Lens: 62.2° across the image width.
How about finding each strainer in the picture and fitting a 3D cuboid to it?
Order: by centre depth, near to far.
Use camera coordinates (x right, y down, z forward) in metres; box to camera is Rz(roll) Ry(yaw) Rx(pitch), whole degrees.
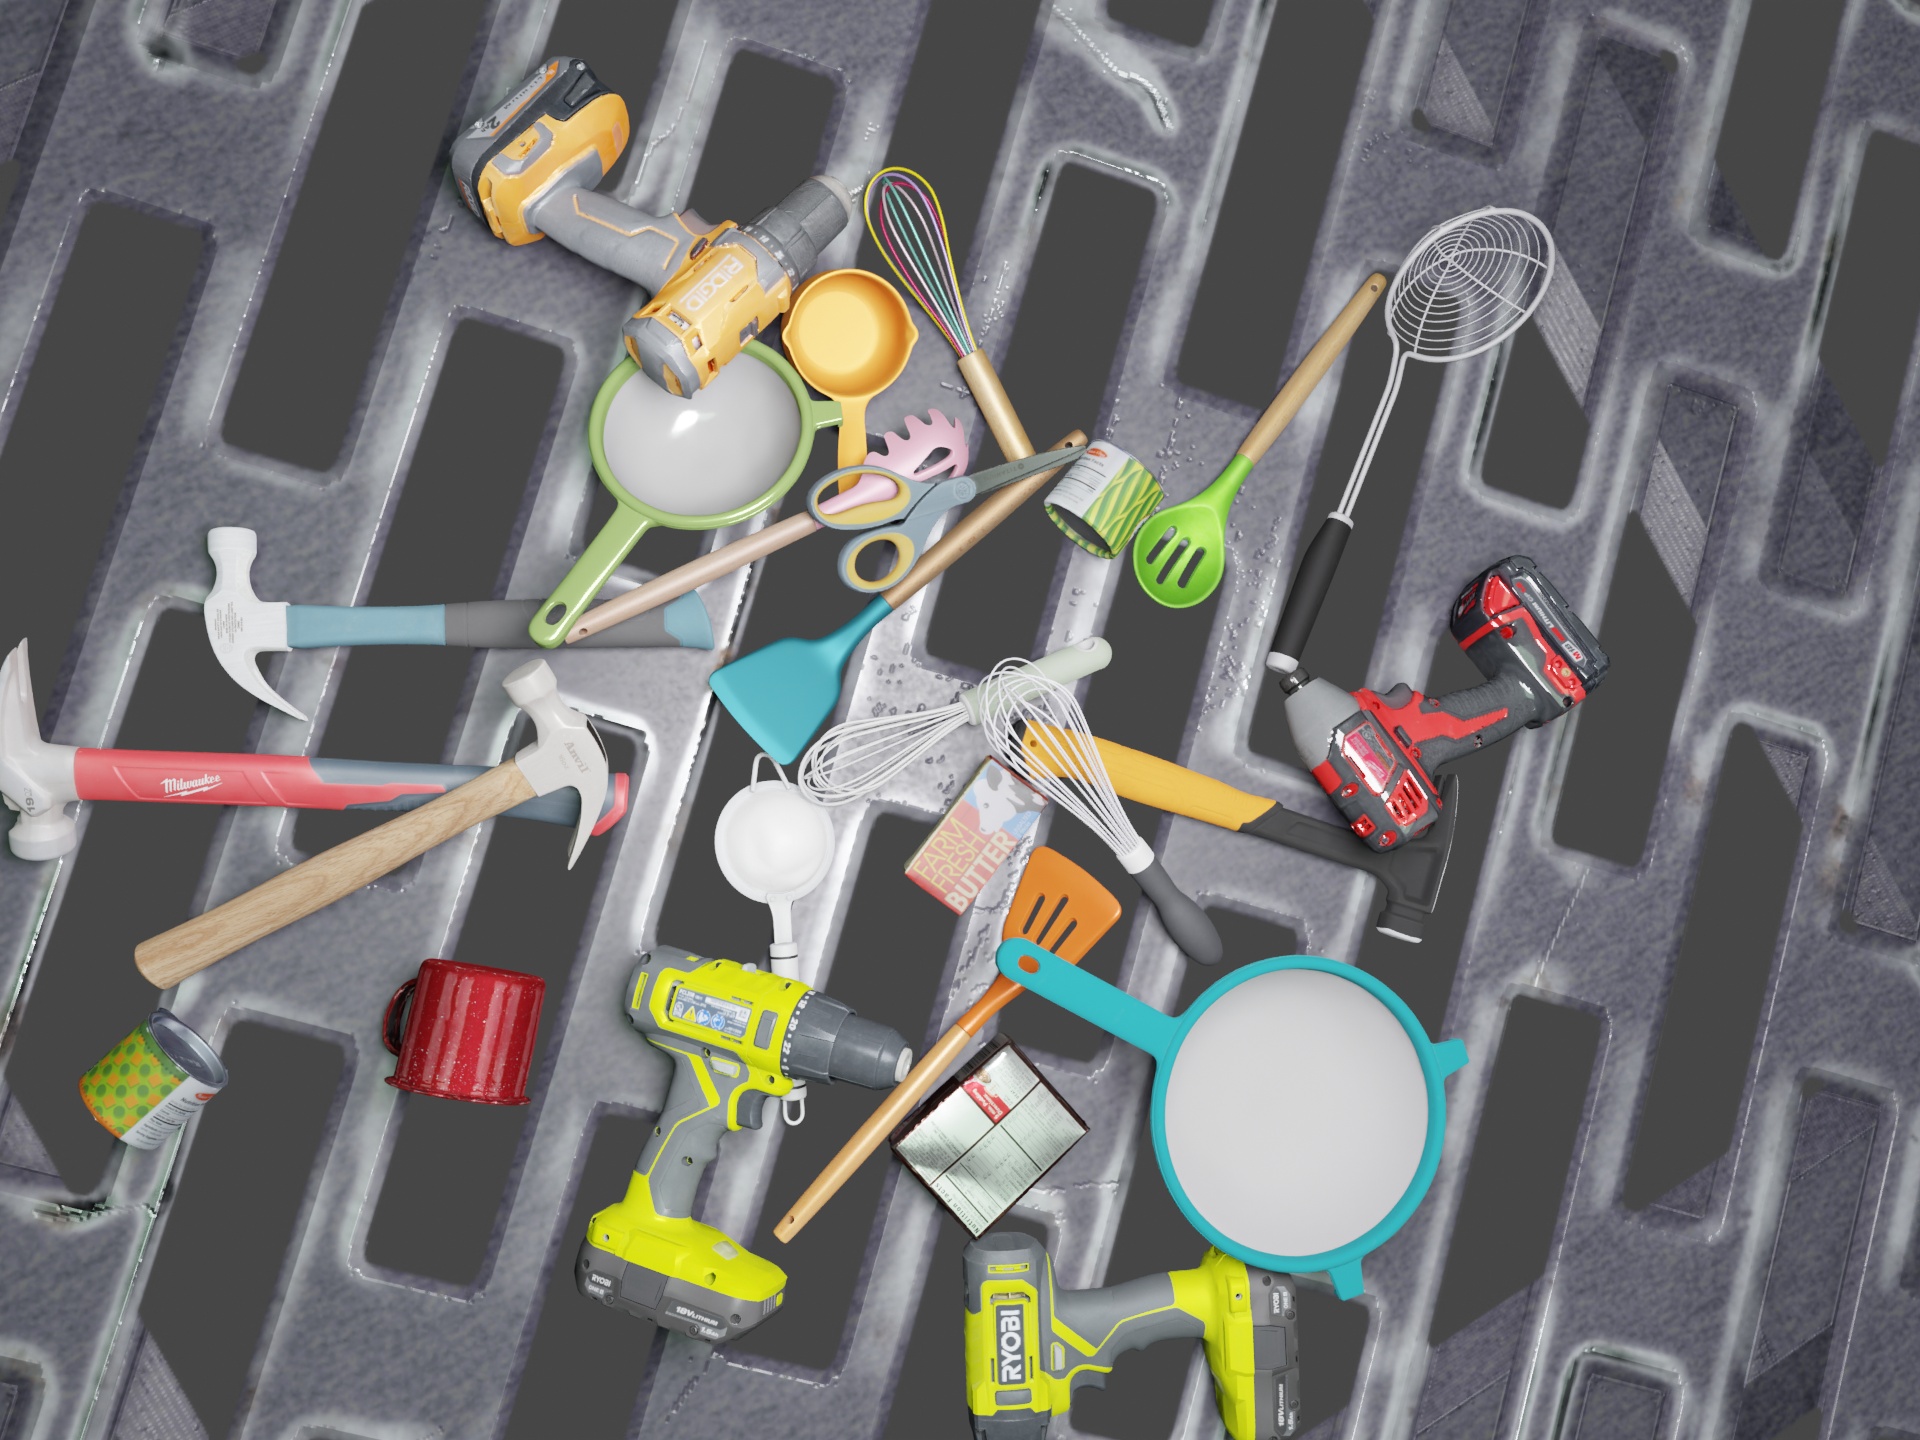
[{"bbox_3d":[-0.201,-0.144,1.072,0.151,0.069,0.256,31,74,10],"label":"strainer"},{"bbox_3d":[-0.120,0.151,1.097,0.087,0.050,0.258,-4,91,-24],"label":"strainer"},{"bbox_3d":[0.167,0.238,1.108,0.340,0.095,0.211,29,81,-6],"label":"strainer"}]

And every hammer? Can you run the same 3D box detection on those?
[{"bbox_3d":[-0.380,0.089,1.032,0.331,0.031,0.130,-27,115,2],"label":"hammer"},{"bbox_3d":[-0.413,0.027,1.037,0.386,0.038,0.143,3,114,-12],"label":"hammer"},{"bbox_3d":[-0.334,-0.067,1.078,0.331,0.033,0.128,-1,86,-9],"label":"hammer"},{"bbox_3d":[0.196,0.055,1.154,0.336,0.034,0.127,17,85,-8],"label":"hammer"}]

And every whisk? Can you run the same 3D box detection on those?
[{"bbox_3d":[0.104,0.070,1.103,0.070,0.070,0.284,-42,112,-9],"label":"whisk"},{"bbox_3d":[-0.002,-0.004,1.124,0.246,0.058,0.059,-24,125,-12],"label":"whisk"},{"bbox_3d":[0.000,-0.283,1.139,0.047,0.051,0.245,-28,94,-15],"label":"whisk"}]

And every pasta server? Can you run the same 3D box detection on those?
[{"bbox_3d":[-0.129,-0.129,1.093,0.316,0.040,0.060,-27,123,-11],"label":"pasta server"}]

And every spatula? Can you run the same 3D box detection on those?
[{"bbox_3d":[-0.017,0.229,1.097,0.081,0.041,0.322,37,77,27],"label":"spatula"},{"bbox_3d":[-0.031,-0.099,1.114,0.317,0.044,0.082,-41,89,-3],"label":"spatula"}]

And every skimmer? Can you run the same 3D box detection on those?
[{"bbox_3d":[0.322,-0.199,1.160,0.127,0.090,0.363,26,85,-38],"label":"skimmer"}]

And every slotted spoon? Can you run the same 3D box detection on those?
[{"bbox_3d":[0.227,-0.211,1.178,0.070,0.031,0.314,38,80,-5],"label":"slotted spoon"}]

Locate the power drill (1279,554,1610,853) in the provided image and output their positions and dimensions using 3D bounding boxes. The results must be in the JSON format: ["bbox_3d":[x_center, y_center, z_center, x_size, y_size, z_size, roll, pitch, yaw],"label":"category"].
[{"bbox_3d":[0.338,-0.018,1.139,0.219,0.078,0.143,-33,80,-15],"label":"power drill"}]

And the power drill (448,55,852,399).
[{"bbox_3d":[-0.202,-0.345,1.068,0.226,0.084,0.185,40,75,8],"label":"power drill"}]

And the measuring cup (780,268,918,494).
[{"bbox_3d":[-0.082,-0.231,1.124,0.095,0.052,0.173,-5,110,-16],"label":"measuring cup"}]

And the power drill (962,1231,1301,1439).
[{"bbox_3d":[0.114,0.442,1.100,0.223,0.080,0.171,-2,87,-5],"label":"power drill"}]

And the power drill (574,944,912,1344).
[{"bbox_3d":[-0.146,0.278,1.043,0.190,0.080,0.228,14,85,14],"label":"power drill"}]
